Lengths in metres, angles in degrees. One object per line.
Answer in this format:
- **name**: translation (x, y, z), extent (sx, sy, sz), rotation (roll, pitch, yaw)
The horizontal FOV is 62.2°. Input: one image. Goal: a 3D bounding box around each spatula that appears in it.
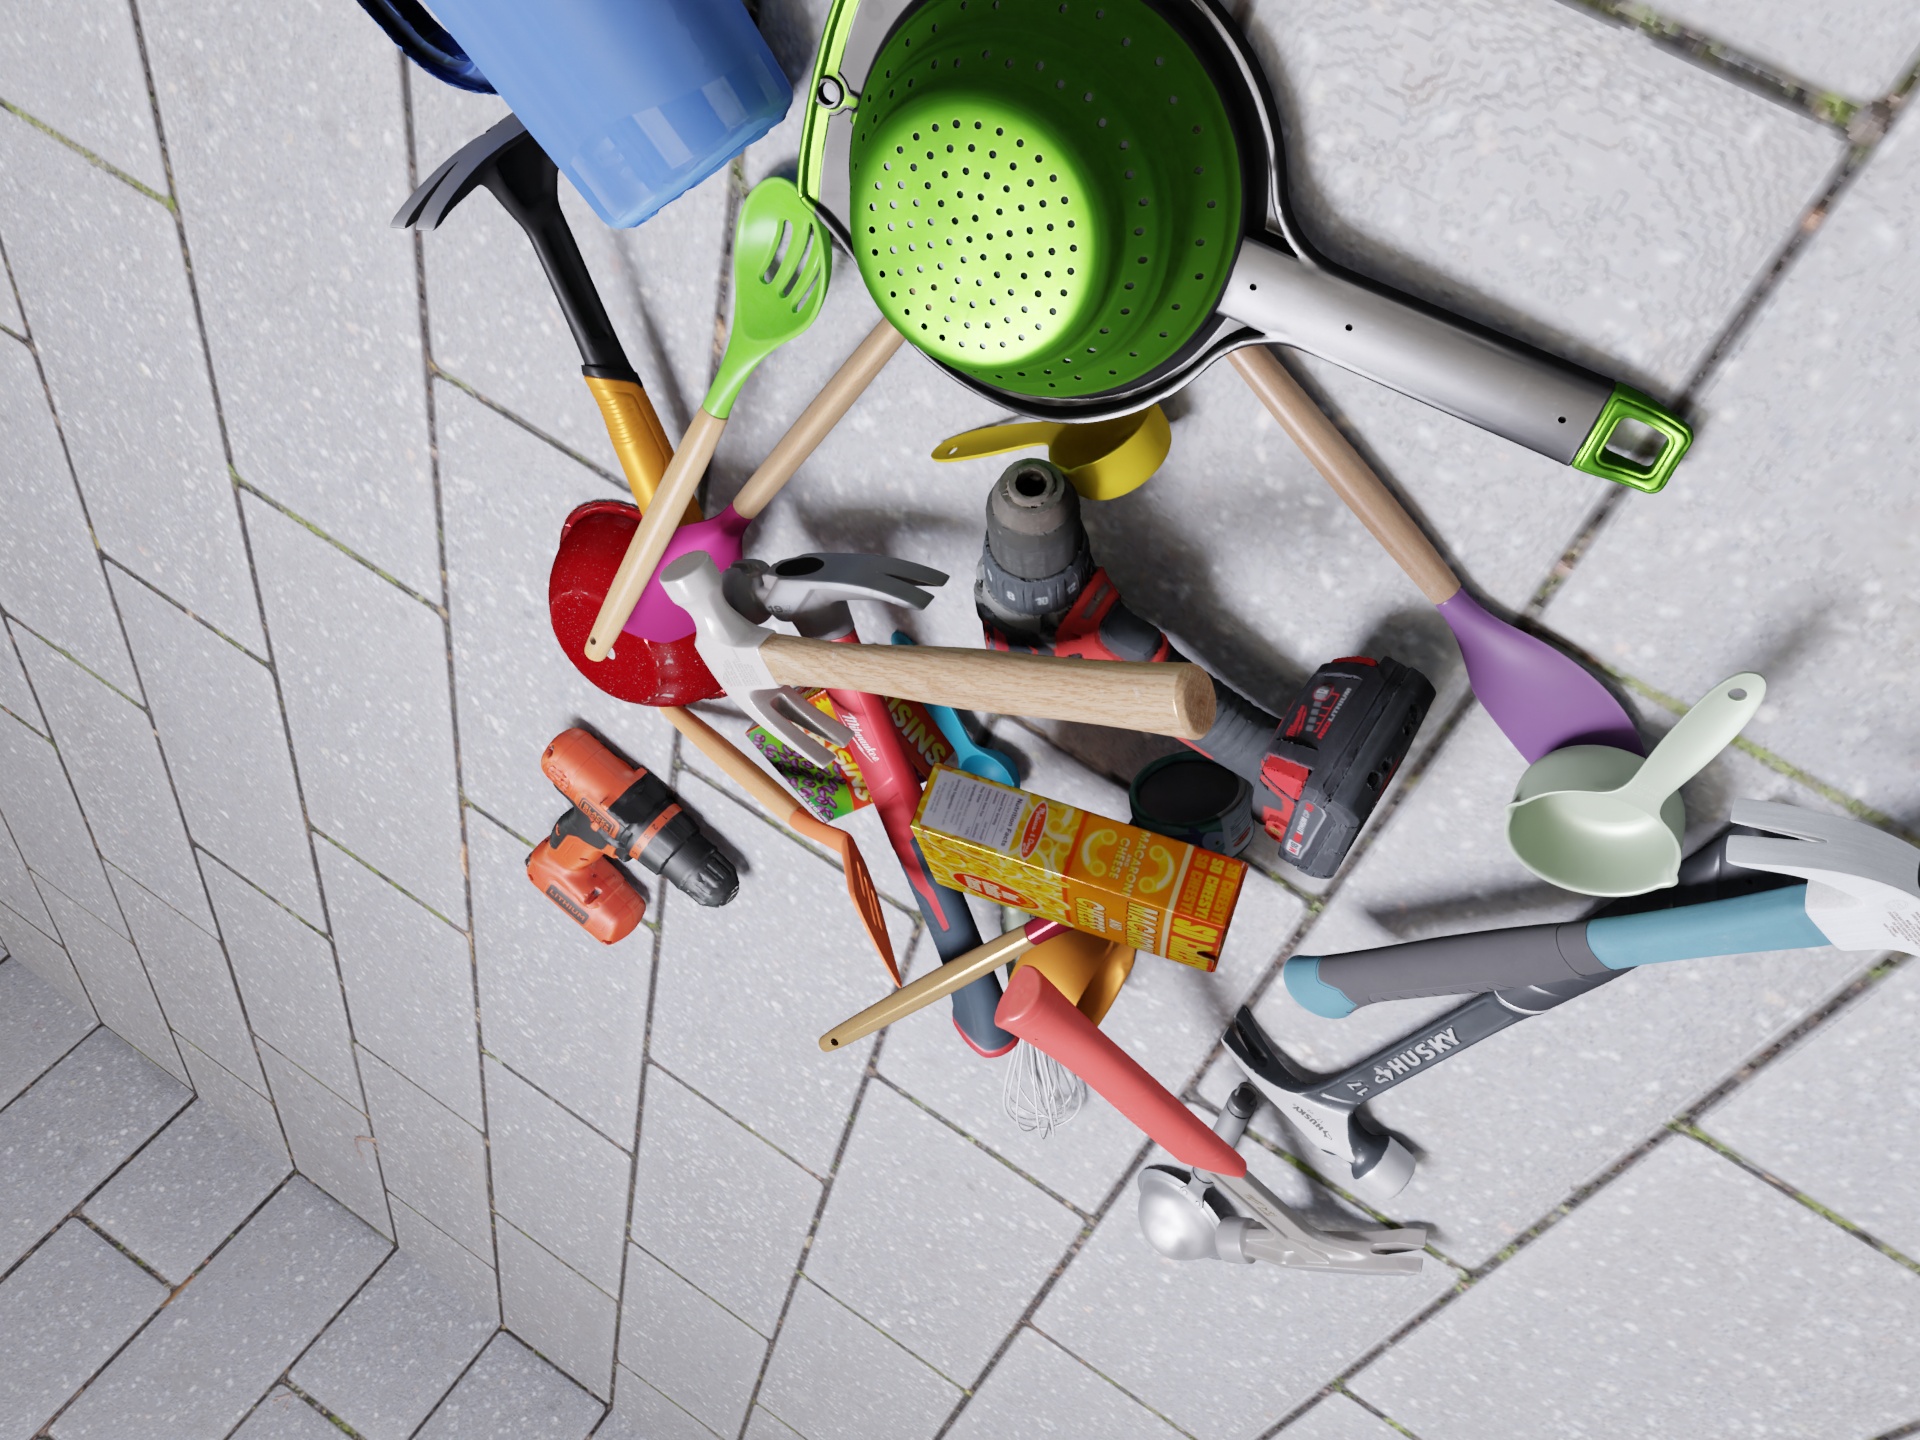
- **spatula**: translation (-0.123, 0.057, 1.020), extent (0.323, 0.041, 0.080), rotation (34, 155, 45)
- **spatula**: translation (0.206, -0.077, 0.717), extent (0.315, 0.018, 0.060), rotation (47, 143, -10)

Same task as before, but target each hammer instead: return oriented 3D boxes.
- **hammer**: translation (0.147, 0.259, 0.991), extent (0.149, 0.037, 0.358), rotation (-13, 134, 39)
- **hammer**: translation (-0.017, 0.068, 0.969), extent (0.143, 0.038, 0.385), rotation (4, 130, 34)
- **hammer**: translation (-0.016, -0.021, 0.795), extent (0.331, 0.031, 0.130), rotation (8, 136, 43)
- **hammer**: translation (0.292, 0.109, 0.752), extent (0.128, 0.033, 0.331), rotation (42, 144, -22)
- **hammer**: translation (-0.191, -0.169, 0.895), extent (0.034, 0.127, 0.336), rotation (14, 141, 33)
- **hammer**: translation (0.289, 0.151, 0.862), extent (0.149, 0.036, 0.408), rotation (39, 142, 3)

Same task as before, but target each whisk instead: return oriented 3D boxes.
- **whisk**: translation (0.050, 0.208, 1.115), extent (0.059, 0.058, 0.246), rotation (-7, 127, 2)

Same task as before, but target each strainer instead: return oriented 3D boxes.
- **strainer**: translation (0.170, 0.327, 1.134), extent (0.087, 0.050, 0.258), rotation (37, 141, 23)

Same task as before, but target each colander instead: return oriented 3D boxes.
- **colander**: translation (0.094, -0.172, 0.632), extent (0.397, 0.094, 0.204), rotation (26, 128, 10)

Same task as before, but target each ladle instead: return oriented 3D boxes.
- **ladle**: translation (0.025, 0.143, 0.974), extent (0.315, 0.031, 0.069), rotation (-32, 93, 30)

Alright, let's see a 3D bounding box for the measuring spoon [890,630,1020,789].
- **measuring spoon**: translation (-0.002, -0.003, 0.972), extent (0.042, 0.021, 0.128), rotation (-24, 101, 47)

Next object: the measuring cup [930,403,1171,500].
- **measuring cup**: translation (0.041, -0.131, 0.785), extent (0.157, 0.062, 0.029), rotation (5, 143, 51)

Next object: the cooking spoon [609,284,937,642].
- **cooking spoon**: translation (-0.106, -0.131, 0.873), extent (0.068, 0.017, 0.319), rotation (21, 137, -30)

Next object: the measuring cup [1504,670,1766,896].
- **measuring cup**: translation (0.301, 0.018, 0.694), extent (0.083, 0.038, 0.167), rotation (25, 144, 5)

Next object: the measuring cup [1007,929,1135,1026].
- **measuring cup**: translation (0.076, 0.129, 0.995), extent (0.052, 0.095, 0.173), rotation (27, 122, 24)

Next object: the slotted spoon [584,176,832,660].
- **slotted spoon**: translation (-0.143, -0.148, 0.858), extent (0.070, 0.031, 0.313), rotation (48, 125, 21)

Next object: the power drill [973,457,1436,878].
- **power drill**: translation (0.105, -0.030, 0.765), extent (0.227, 0.080, 0.187), rotation (30, 163, 16)
